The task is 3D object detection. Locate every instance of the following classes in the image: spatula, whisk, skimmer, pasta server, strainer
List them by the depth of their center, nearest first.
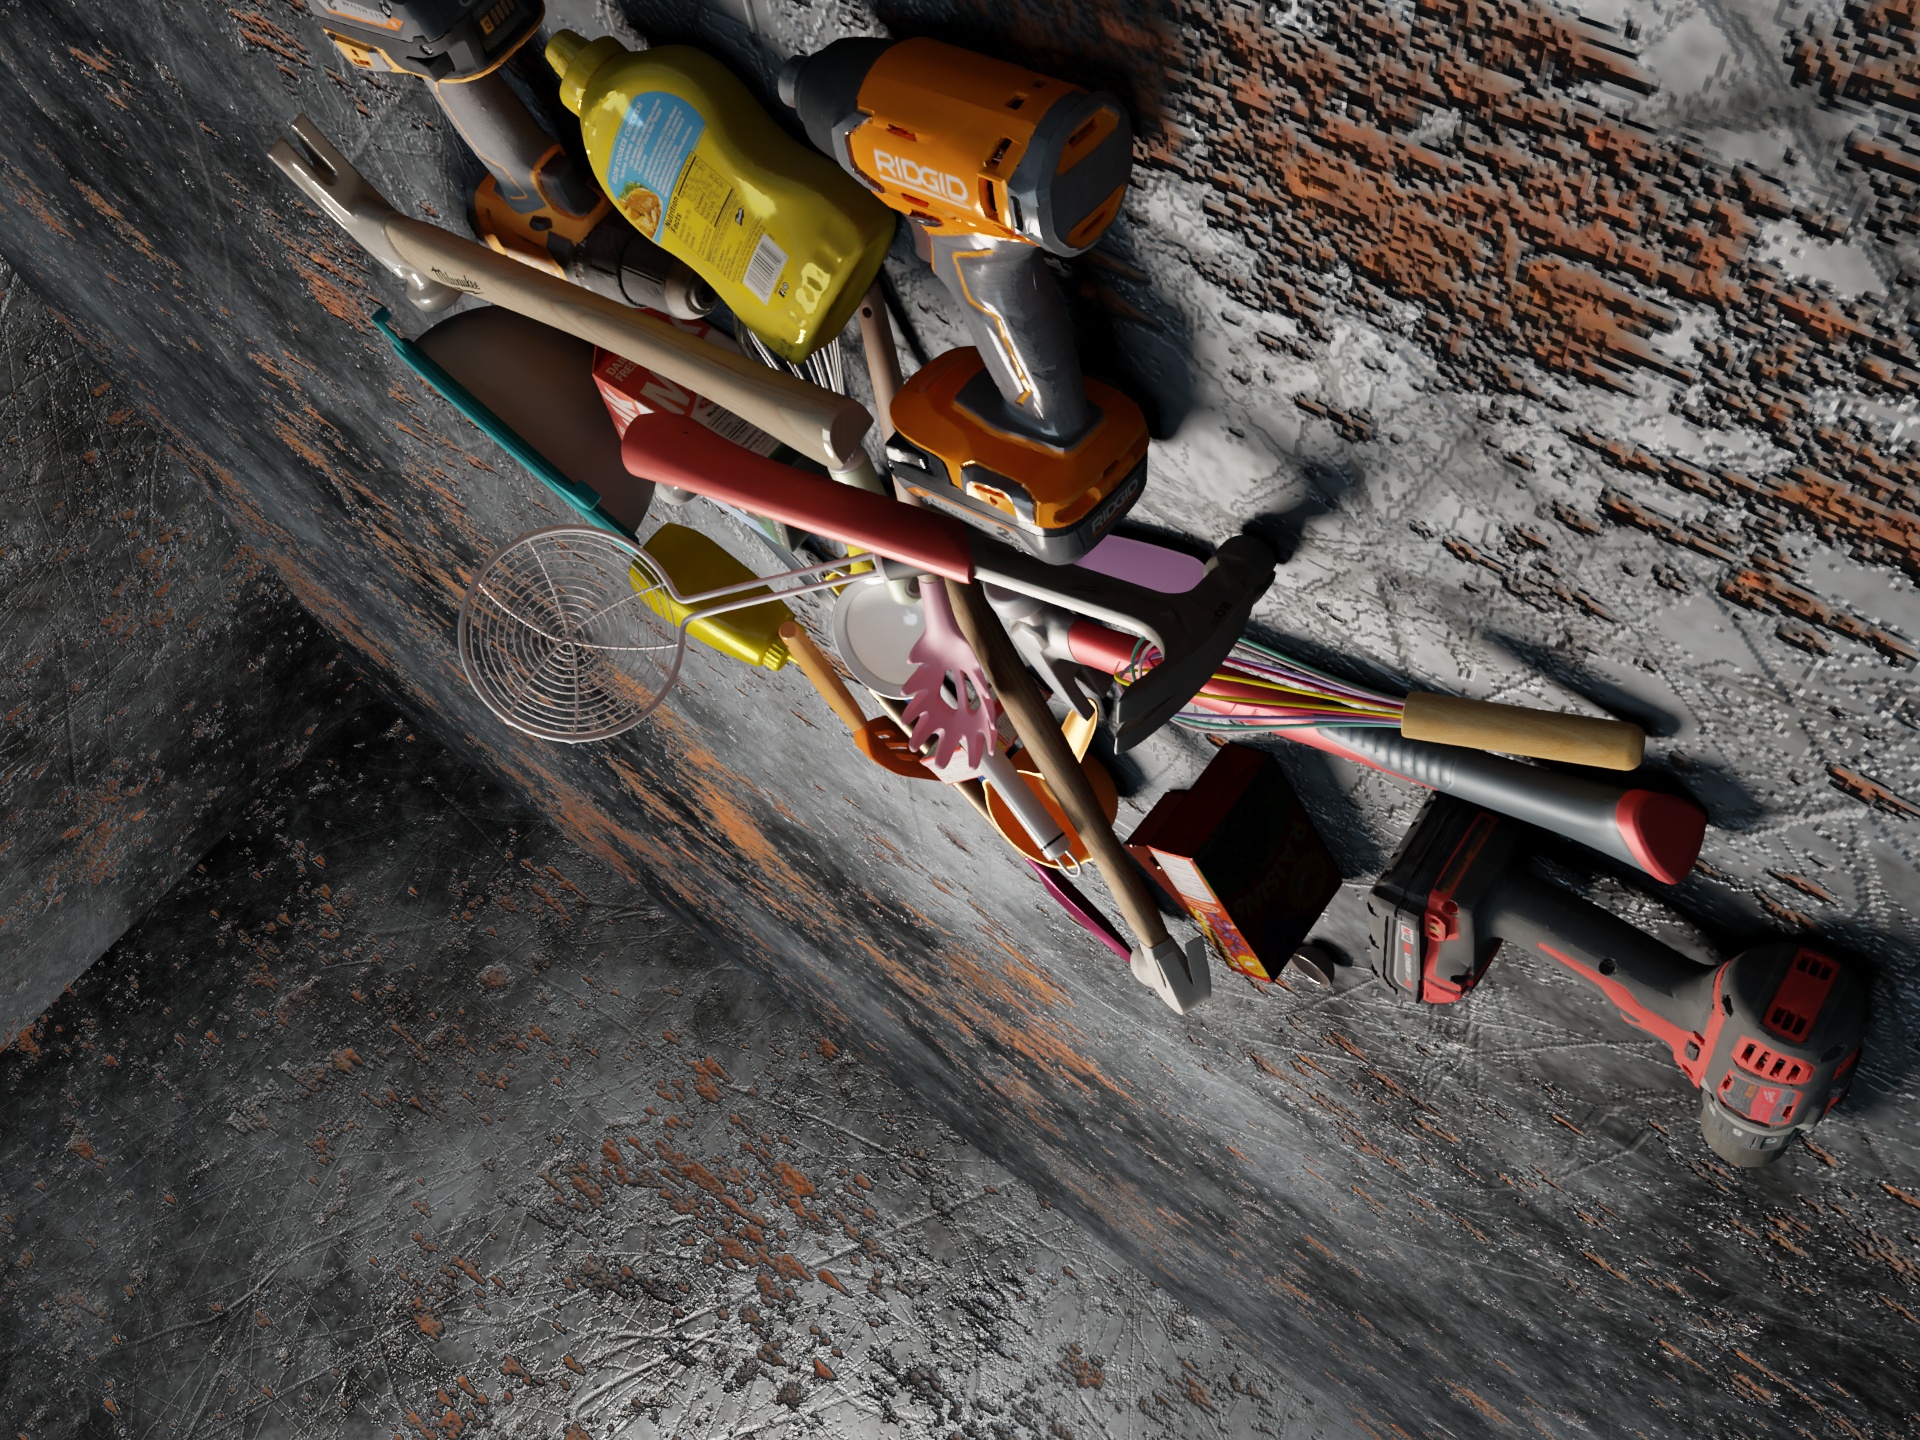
[{"bbox_3d":[0.187,-0.008,0.739,0.245,0.051,0.047,10,166,27],"label":"whisk"},{"bbox_3d":[-0.107,-0.074,0.879,0.363,0.090,0.127,-11,92,23],"label":"skimmer"},{"bbox_3d":[-0.024,-0.100,0.905,0.060,0.040,0.315,2,132,17],"label":"pasta server"},{"bbox_3d":[-0.069,-0.156,0.911,0.059,0.058,0.246,19,149,36],"label":"whisk"},{"bbox_3d":[0.024,-0.107,0.922,0.316,0.018,0.059,21,157,42],"label":"spatula"},{"bbox_3d":[-0.002,-0.003,1.026,0.258,0.050,0.087,53,130,7],"label":"strainer"},{"bbox_3d":[-0.275,-0.214,1.167,0.211,0.095,0.340,41,179,5],"label":"strainer"},{"bbox_3d":[-0.076,-0.014,1.170,0.081,0.041,0.322,45,175,21],"label":"spatula"}]

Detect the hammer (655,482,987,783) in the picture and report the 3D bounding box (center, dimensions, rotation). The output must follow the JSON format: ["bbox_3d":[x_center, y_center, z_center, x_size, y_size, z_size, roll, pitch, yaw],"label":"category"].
[{"bbox_3d":[-0.059,-0.051,1.171,0.405,0.035,0.144,46,160,-15],"label":"hammer"}]

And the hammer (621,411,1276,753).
[{"bbox_3d":[-0.033,-0.090,0.798,0.359,0.149,0.036,21,134,26],"label":"hammer"}]

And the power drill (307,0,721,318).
[{"bbox_3d":[-0.230,-0.314,0.856,0.185,0.084,0.226,29,162,29],"label":"power drill"}]

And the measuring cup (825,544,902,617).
[{"bbox_3d":[-0.057,-0.113,1.037,0.062,0.029,0.156,28,159,10],"label":"measuring cup"}]

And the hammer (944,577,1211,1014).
[{"bbox_3d":[0.070,0.042,1.007,0.331,0.031,0.130,61,173,-9],"label":"hammer"}]

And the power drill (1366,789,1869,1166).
[{"bbox_3d":[0.330,0.141,0.812,0.227,0.080,0.187,25,156,30],"label":"power drill"}]

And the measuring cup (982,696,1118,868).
[{"bbox_3d":[0.077,0.029,1.086,0.095,0.052,0.173,34,140,13],"label":"measuring cup"}]

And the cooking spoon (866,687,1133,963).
[{"bbox_3d":[0.037,0.081,1.199,0.318,0.017,0.069,47,170,-20],"label":"cooking spoon"}]

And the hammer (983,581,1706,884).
[{"bbox_3d":[0.186,0.007,0.827,0.387,0.038,0.143,22,163,38],"label":"hammer"}]

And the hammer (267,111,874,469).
[{"bbox_3d":[-0.214,-0.229,0.870,0.411,0.038,0.146,28,169,30],"label":"hammer"}]

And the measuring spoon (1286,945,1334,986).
[{"bbox_3d":[0.228,0.163,1.143,0.034,0.018,0.124,48,166,-21],"label":"measuring spoon"}]

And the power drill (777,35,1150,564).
[{"bbox_3d":[0.002,-0.188,0.697,0.164,0.084,0.226,30,154,29],"label":"power drill"}]
